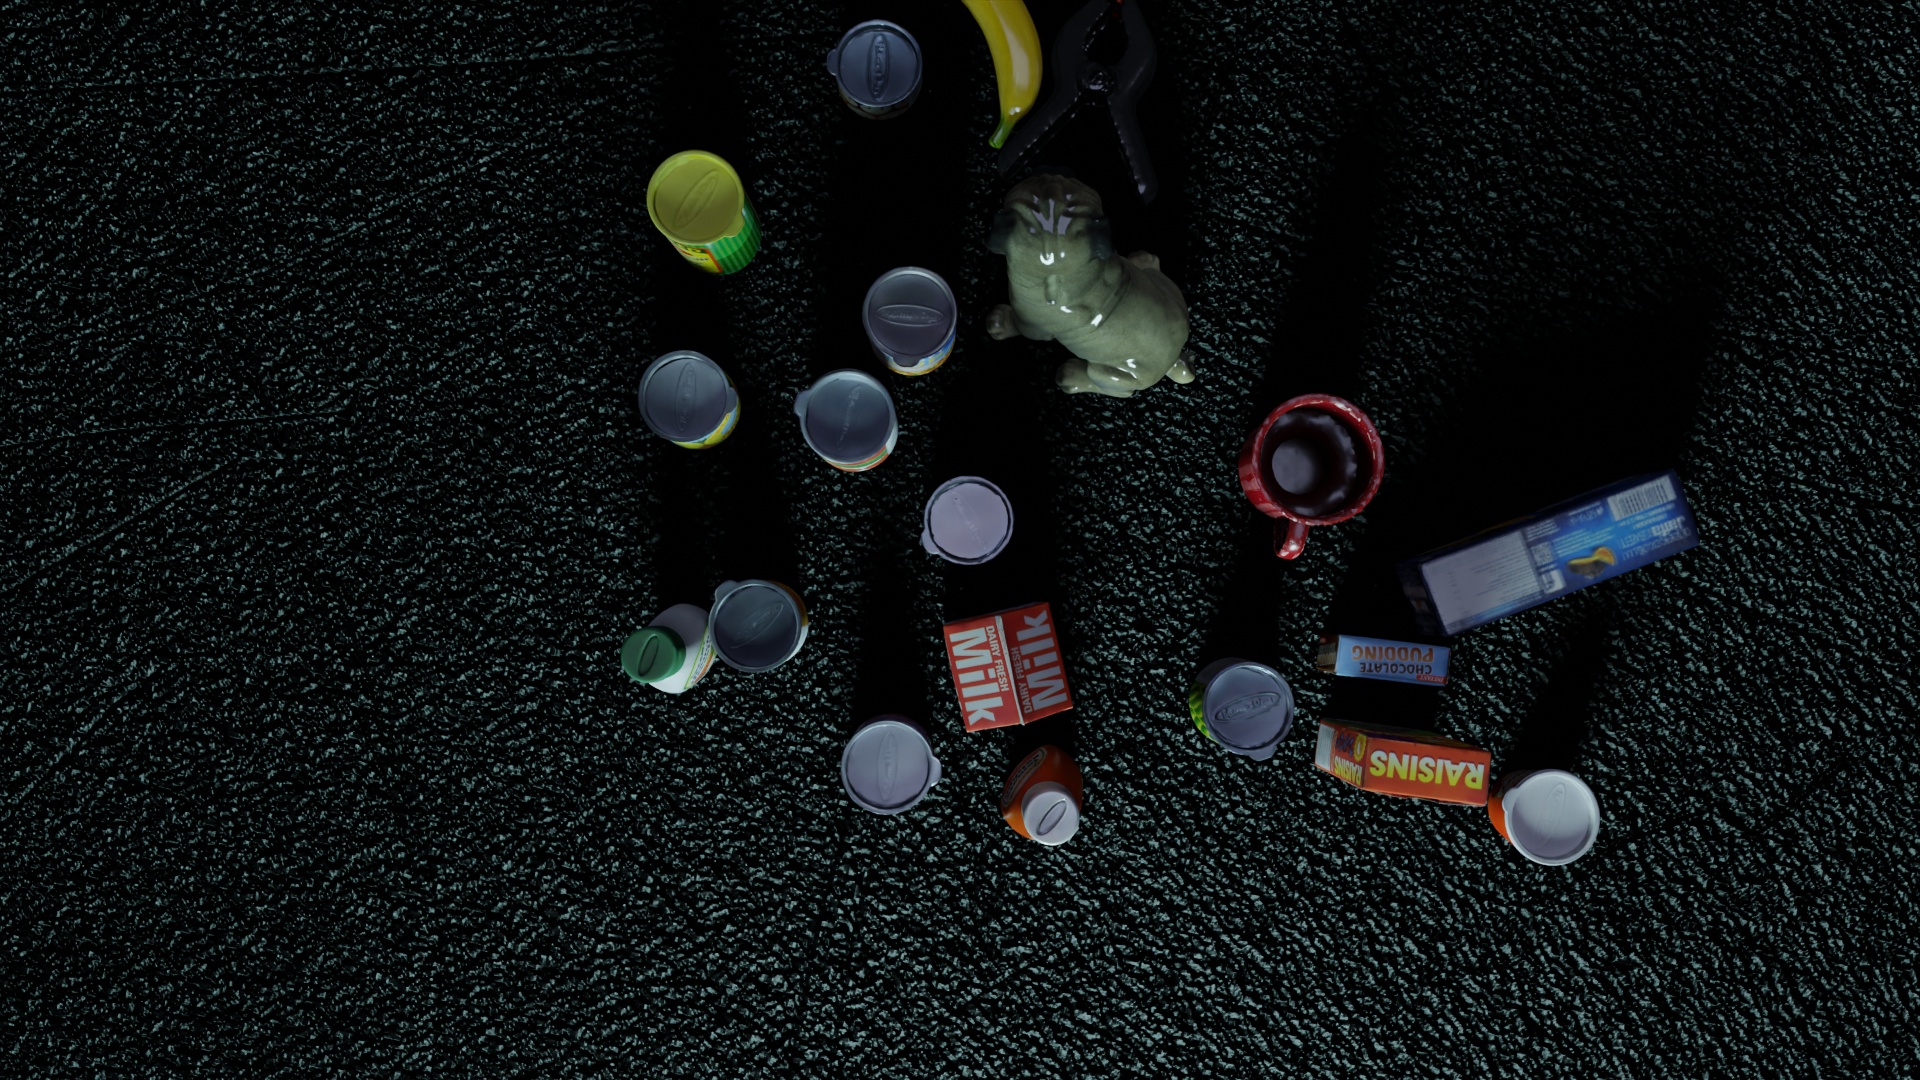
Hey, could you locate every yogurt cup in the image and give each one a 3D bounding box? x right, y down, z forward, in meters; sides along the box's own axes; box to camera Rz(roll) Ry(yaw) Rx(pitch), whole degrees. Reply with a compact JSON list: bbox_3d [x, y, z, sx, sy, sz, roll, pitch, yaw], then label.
[{"bbox_3d":[0.422,0.198,1.013,0.072,0.054,0.072,0,88,-1],"label":"yogurt cup"}]

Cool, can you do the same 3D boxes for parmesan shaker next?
[{"bbox_3d":[-0.180,-0.231,0.999,0.071,0.103,0.071,0,88,-1],"label":"parmesan shaker"}]

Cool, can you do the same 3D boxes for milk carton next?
[{"bbox_3d":[0.030,0.083,0.945,0.073,0.190,0.072,-13,88,-1],"label":"milk carton"}]

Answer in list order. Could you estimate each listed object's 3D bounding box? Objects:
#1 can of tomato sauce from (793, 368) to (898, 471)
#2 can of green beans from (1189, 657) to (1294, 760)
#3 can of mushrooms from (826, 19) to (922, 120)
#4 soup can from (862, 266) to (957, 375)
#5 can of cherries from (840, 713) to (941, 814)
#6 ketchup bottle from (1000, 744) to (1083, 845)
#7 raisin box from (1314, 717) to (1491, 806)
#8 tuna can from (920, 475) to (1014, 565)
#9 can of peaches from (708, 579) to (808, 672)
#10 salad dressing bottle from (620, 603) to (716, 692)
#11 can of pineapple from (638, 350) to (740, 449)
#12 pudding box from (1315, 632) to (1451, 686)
[{"bbox_3d":[-0.081,-0.085,1.004,0.071,0.083,0.071,0,88,-1],"label":"can of tomato sauce"},{"bbox_3d":[0.204,0.120,1.012,0.071,0.058,0.071,0,88,-1],"label":"can of green beans"},{"bbox_3d":[-0.064,-0.352,1.041,0.071,0.033,0.071,0,88,-1],"label":"can of mushrooms"},{"bbox_3d":[-0.036,-0.155,1.007,0.071,0.084,0.071,0,88,-1],"label":"soup can"},{"bbox_3d":[-0.049,0.161,1.006,0.071,0.058,0.071,0,88,-1],"label":"can of cherries"},{"bbox_3d":[0.059,0.180,0.962,0.043,0.149,0.065,39,88,1],"label":"ketchup bottle"},{"bbox_3d":[0.308,0.155,0.979,0.086,0.123,0.040,8,88,0],"label":"raisin box"},{"bbox_3d":[0.004,-0.013,1.027,0.071,0.033,0.071,0,88,-1],"label":"tuna can"},{"bbox_3d":[-0.147,0.059,1.010,0.071,0.058,0.071,0,88,-1],"label":"can of peaches"},{"bbox_3d":[-0.202,0.076,0.963,0.044,0.147,0.064,20,88,0],"label":"salad dressing bottle"},{"bbox_3d":[-0.195,-0.101,1.016,0.071,0.058,0.071,0,88,-1],"label":"can of pineapple"},{"bbox_3d":[0.309,0.087,1.019,0.084,0.049,0.030,7,88,0],"label":"pudding box"}]
